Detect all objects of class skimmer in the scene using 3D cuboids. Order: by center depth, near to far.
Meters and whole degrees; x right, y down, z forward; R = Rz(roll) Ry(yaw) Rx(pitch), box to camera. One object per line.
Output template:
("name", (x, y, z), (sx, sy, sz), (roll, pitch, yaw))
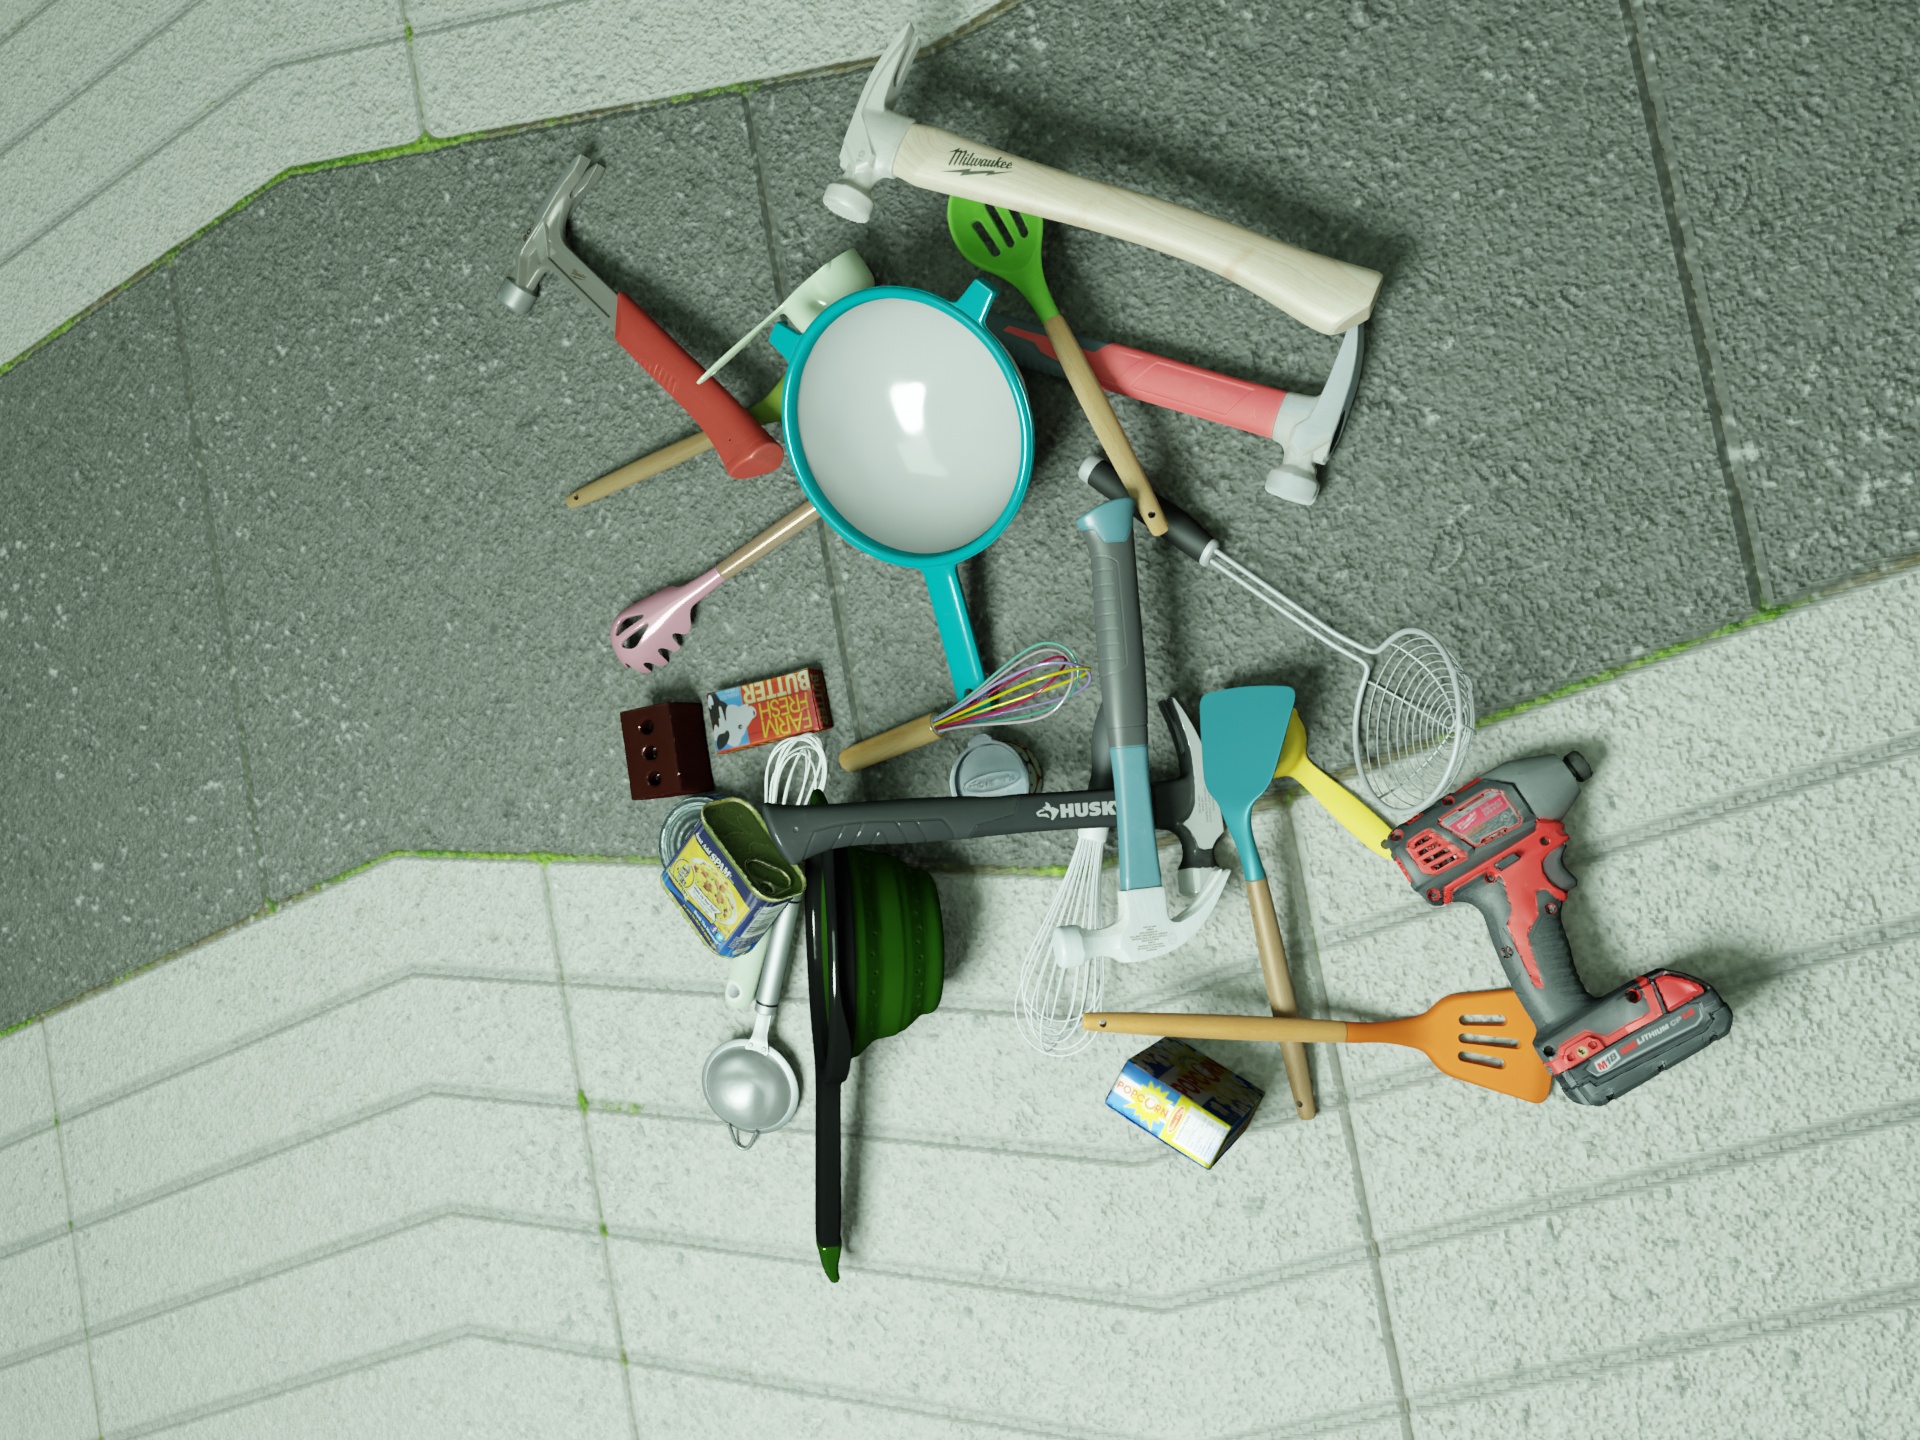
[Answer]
("skimmer", (0.211, -0.077, 1.134), (0.363, 0.090, 0.127), (39, 135, 20))

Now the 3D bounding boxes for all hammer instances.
("hammer", (0.118, 0.005, 1.135), (0.128, 0.033, 0.331), (-4, 86, -10))
("hammer", (0.025, 0.063, 1.147), (0.334, 0.035, 0.146), (-3, 85, -11))
("hammer", (0.107, -0.378, 1.148), (0.411, 0.038, 0.146), (23, 92, 14))
("hammer", (0.107, -0.286, 1.204), (0.386, 0.038, 0.143), (21, 97, 21))
("hammer", (-0.258, -0.325, 1.326), (0.359, 0.036, 0.149), (45, 107, 27))

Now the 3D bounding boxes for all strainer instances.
("strainer", (-0.009, -0.171, 1.230), (0.211, 0.095, 0.340), (-4, 112, 30))
("strainer", (-0.163, 0.242, 1.304), (0.087, 0.050, 0.258), (15, 99, 11))

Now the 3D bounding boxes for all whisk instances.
("whisk", (0.096, 0.114, 1.204), (0.070, 0.070, 0.284), (12, 90, 22))
("whisk", (-0.003, -0.004, 1.227), (0.245, 0.047, 0.051), (-22, 108, 35))
("whisk", (-0.155, 0.126, 1.312), (0.058, 0.059, 0.246), (23, 104, 27))

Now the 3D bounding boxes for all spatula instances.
("spatula", (0.248, 0.219, 1.117), (0.322, 0.041, 0.081), (2, 90, 2))
("spatula", (0.225, 0.134, 1.144), (0.082, 0.044, 0.317), (-5, 101, 45))

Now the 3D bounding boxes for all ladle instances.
("ladle", (-0.206, -0.236, 1.340), (0.320, 0.062, 0.078), (-18, 86, 29))

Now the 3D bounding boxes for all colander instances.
("colander", (-0.067, 0.252, 1.242), (0.094, 0.205, 0.397), (-1, 103, -11))

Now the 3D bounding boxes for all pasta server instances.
("pasta server", (-0.175, -0.138, 1.331), (0.316, 0.040, 0.060), (-32, 78, 15))

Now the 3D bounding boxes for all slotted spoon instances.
("slotted spoon", (0.078, -0.274, 1.181), (0.070, 0.031, 0.314), (-29, 79, 15))

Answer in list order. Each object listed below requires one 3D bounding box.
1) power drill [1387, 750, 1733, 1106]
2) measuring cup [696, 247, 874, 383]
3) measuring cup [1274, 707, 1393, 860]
("power drill", (0.402, 0.132, 1.060), (0.143, 0.078, 0.220), (-34, 73, 9))
("measuring cup", (-0.136, -0.309, 1.264), (0.167, 0.083, 0.038), (-42, 99, -9))
("measuring cup", (0.256, 0.047, 1.146), (0.157, 0.029, 0.062), (43, 105, 19))
